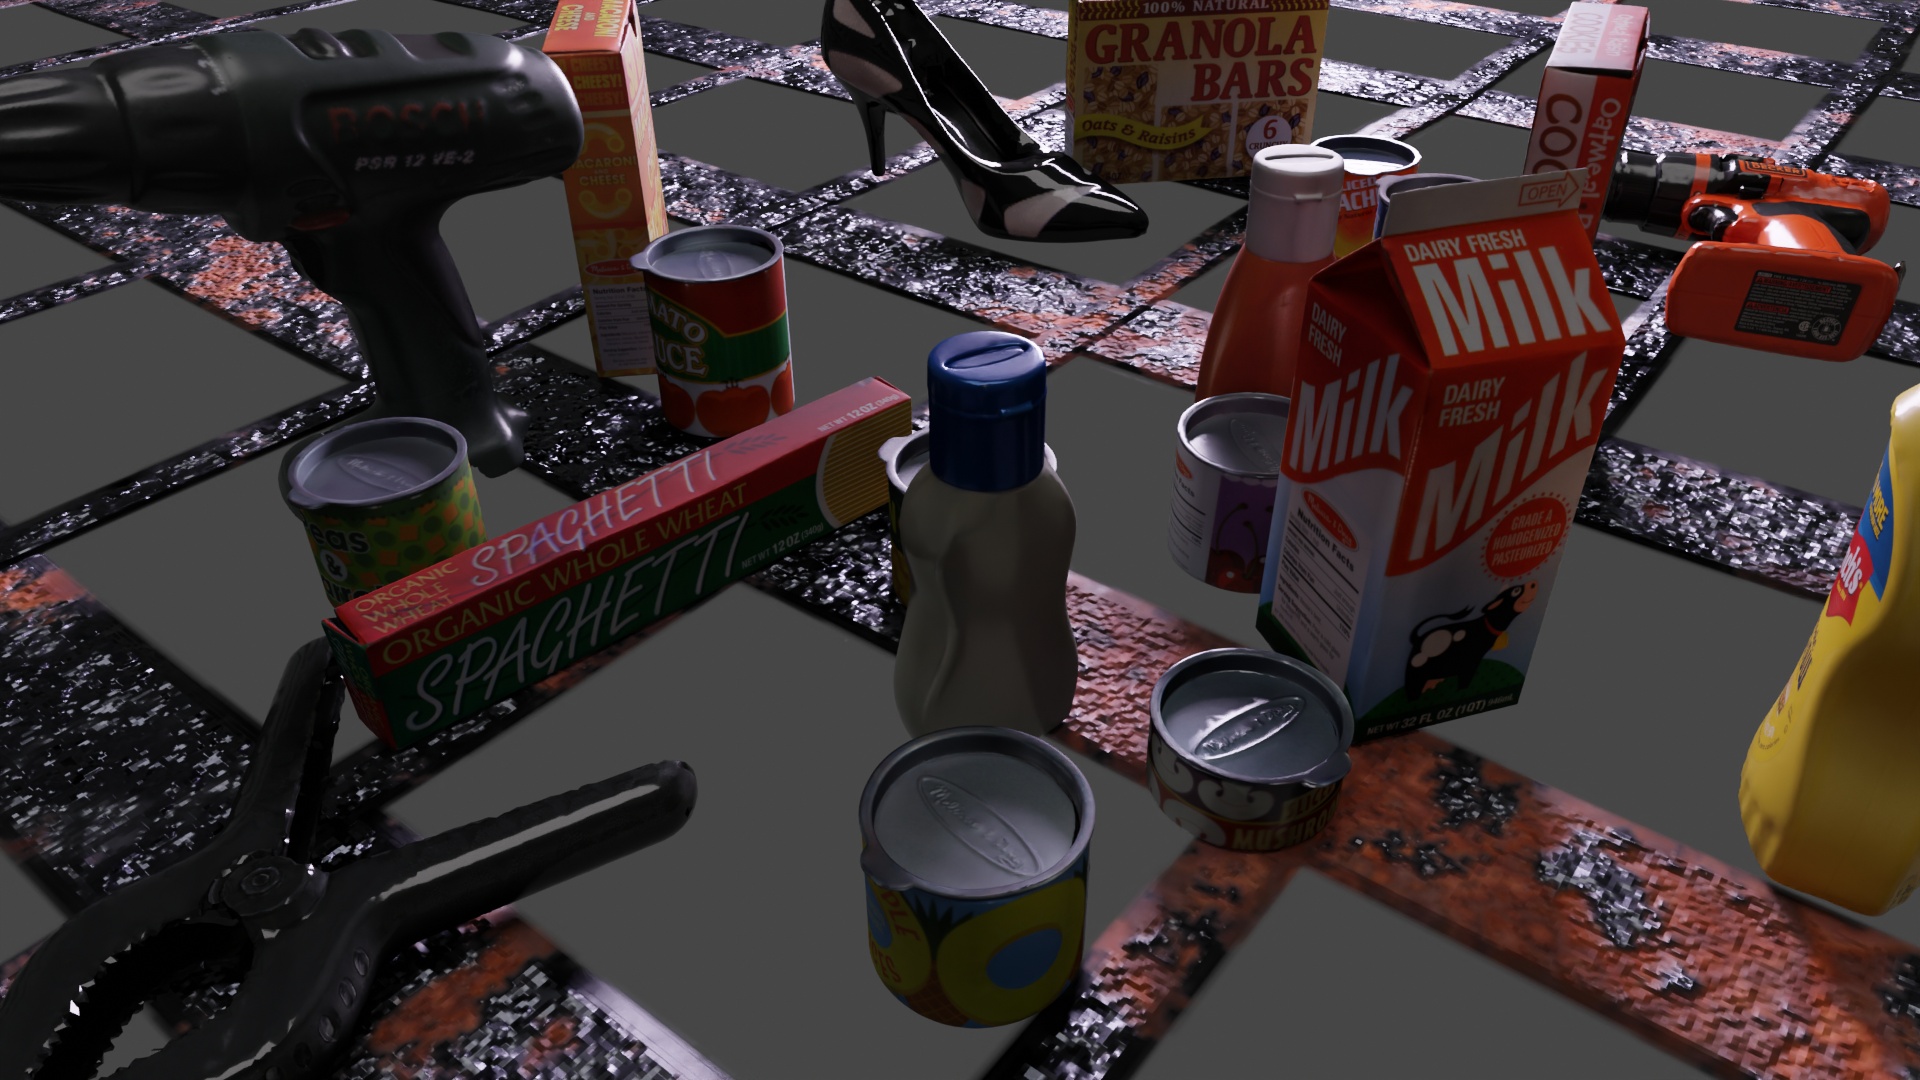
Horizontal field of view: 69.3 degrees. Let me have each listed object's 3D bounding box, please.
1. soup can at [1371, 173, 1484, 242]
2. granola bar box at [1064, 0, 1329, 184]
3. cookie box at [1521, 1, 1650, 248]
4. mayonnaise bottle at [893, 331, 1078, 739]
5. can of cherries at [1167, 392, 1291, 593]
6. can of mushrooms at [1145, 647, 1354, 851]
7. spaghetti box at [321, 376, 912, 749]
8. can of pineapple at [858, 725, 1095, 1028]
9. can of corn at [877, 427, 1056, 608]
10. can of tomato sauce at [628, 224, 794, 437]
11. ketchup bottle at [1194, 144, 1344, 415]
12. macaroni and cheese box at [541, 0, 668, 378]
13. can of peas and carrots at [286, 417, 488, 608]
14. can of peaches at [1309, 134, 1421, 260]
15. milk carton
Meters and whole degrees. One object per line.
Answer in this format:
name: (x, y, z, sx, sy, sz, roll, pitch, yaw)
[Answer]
soup can: (0.243, -0.140, 0.722, 0.071, 0.083, 0.072, 0, 34, 0)
granola bar box: (0.154, -0.306, 0.927, 0.166, 0.123, 0.039, -5, 35, -7)
cookie box: (0.296, -0.165, 0.684, 0.040, 0.166, 0.123, 14, 37, 20)
mayonnaise bottle: (0.009, 0.005, 0.457, 0.065, 0.147, 0.041, -17, 38, -22)
can of cherries: (0.123, -0.020, 0.570, 0.071, 0.058, 0.072, 0, 35, 0)
can of mushrooms: (0.097, 0.070, 0.462, 0.071, 0.033, 0.071, 0, 35, 0)
spaghetti box: (-0.119, 0.001, 0.550, 0.251, 0.050, 0.029, -29, 43, -35)
can of pineapple: (0.003, 0.097, 0.402, 0.071, 0.057, 0.071, 0, 35, 0)
can of corn: (0.002, -0.007, 0.553, 0.071, 0.058, 0.071, 0, 35, 0)
can of tomato sauce: (-0.117, -0.100, 0.668, 0.071, 0.082, 0.071, 0, 34, 0)
ketchup bottle: (0.136, -0.091, 0.595, 0.065, 0.148, 0.044, -3, 34, -3)
macaroni and cheese box: (-0.178, -0.187, 0.721, 0.040, 0.165, 0.124, -5, 35, -7)
can of peas and carrots: (-0.228, -0.007, 0.555, 0.071, 0.058, 0.071, 0, 35, 0)
can of peaches: (0.239, -0.206, 0.840, 0.071, 0.057, 0.071, 0, 35, 0)
milk carton: (0.159, -0.030, 0.470, 0.072, 0.189, 0.074, -11, 36, -15)
